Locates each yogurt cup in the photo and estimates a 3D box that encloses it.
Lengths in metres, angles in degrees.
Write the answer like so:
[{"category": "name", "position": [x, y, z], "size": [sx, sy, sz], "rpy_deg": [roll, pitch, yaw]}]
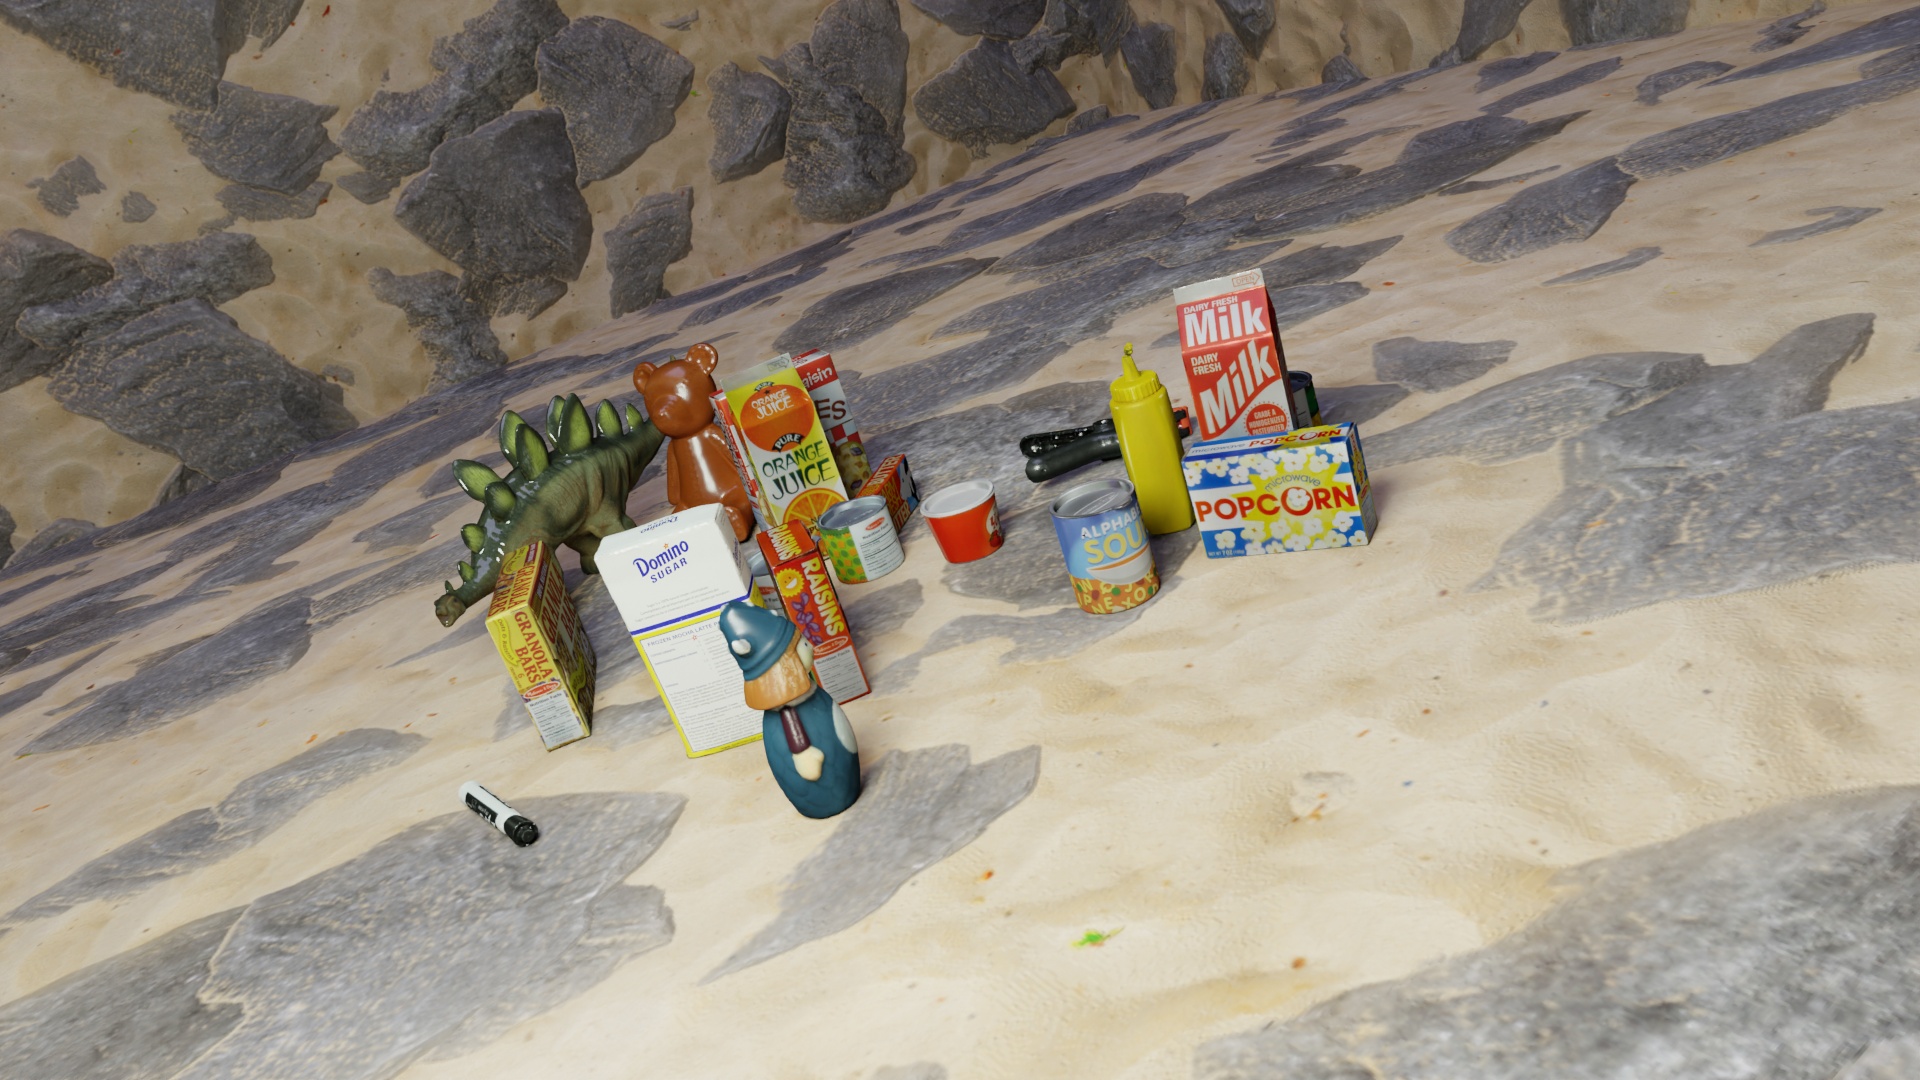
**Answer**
[{"category": "yogurt cup", "position": [0.004, -0.015, 1.220], "size": [0.072, 0.053, 0.073], "rpy_deg": [-16, 21, 6]}]

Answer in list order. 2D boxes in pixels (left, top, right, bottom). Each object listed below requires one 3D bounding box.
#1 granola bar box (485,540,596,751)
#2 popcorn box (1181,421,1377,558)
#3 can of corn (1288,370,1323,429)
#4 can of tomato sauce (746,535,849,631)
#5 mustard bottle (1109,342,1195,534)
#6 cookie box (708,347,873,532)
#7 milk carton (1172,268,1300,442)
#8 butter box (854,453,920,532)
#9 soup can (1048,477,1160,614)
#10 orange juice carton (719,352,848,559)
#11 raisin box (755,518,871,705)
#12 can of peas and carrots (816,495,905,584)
[{"category": "granola bar box", "position": [-0.348, 0.084, 1.166], "size": [0.039, 0.123, 0.166], "rpy_deg": [-21, 21, -6]}, {"category": "popcorn box", "position": [0.237, -0.036, 1.036], "size": [0.126, 0.085, 0.038], "rpy_deg": [-6, 24, 29]}, {"category": "can of corn", "position": [0.282, -0.111, 1.223], "size": [0.071, 0.058, 0.071], "rpy_deg": [-16, 21, 6]}, {"category": "can of tomato sauce", "position": [-0.133, 0.048, 1.137], "size": [0.071, 0.082, 0.071], "rpy_deg": [-16, 21, 6]}, {"category": "mustard bottle", "position": [0.152, -0.086, 1.124], "size": [0.049, 0.159, 0.065], "rpy_deg": [-13, 21, 15]}, {"category": "cookie box", "position": [-0.164, -0.091, 1.388], "size": [0.123, 0.167, 0.040], "rpy_deg": [-27, 22, -21]}, {"category": "milk carton", "position": [0.224, -0.117, 1.102], "size": [0.072, 0.190, 0.074], "rpy_deg": [-11, 22, 18]}, {"category": "butter box", "position": [-0.070, -0.039, 1.342], "size": [0.024, 0.053, 0.104], "rpy_deg": [-10, 22, 21]}, {"category": "soup can", "position": [0.110, 0.005, 1.042], "size": [0.071, 0.083, 0.071], "rpy_deg": [-16, 21, 6]}, {"category": "orange juice carton", "position": [-0.162, -0.076, 1.315], "size": [0.072, 0.192, 0.073], "rpy_deg": [-23, 21, -11]}, {"category": "raisin box", "position": [-0.111, 0.054, 1.047], "size": [0.040, 0.123, 0.086], "rpy_deg": [-22, 21, -8]}, {"category": "can of peas and carrots", "position": [-0.091, -0.001, 1.257], "size": [0.071, 0.058, 0.071], "rpy_deg": [-16, 21, 6]}]
